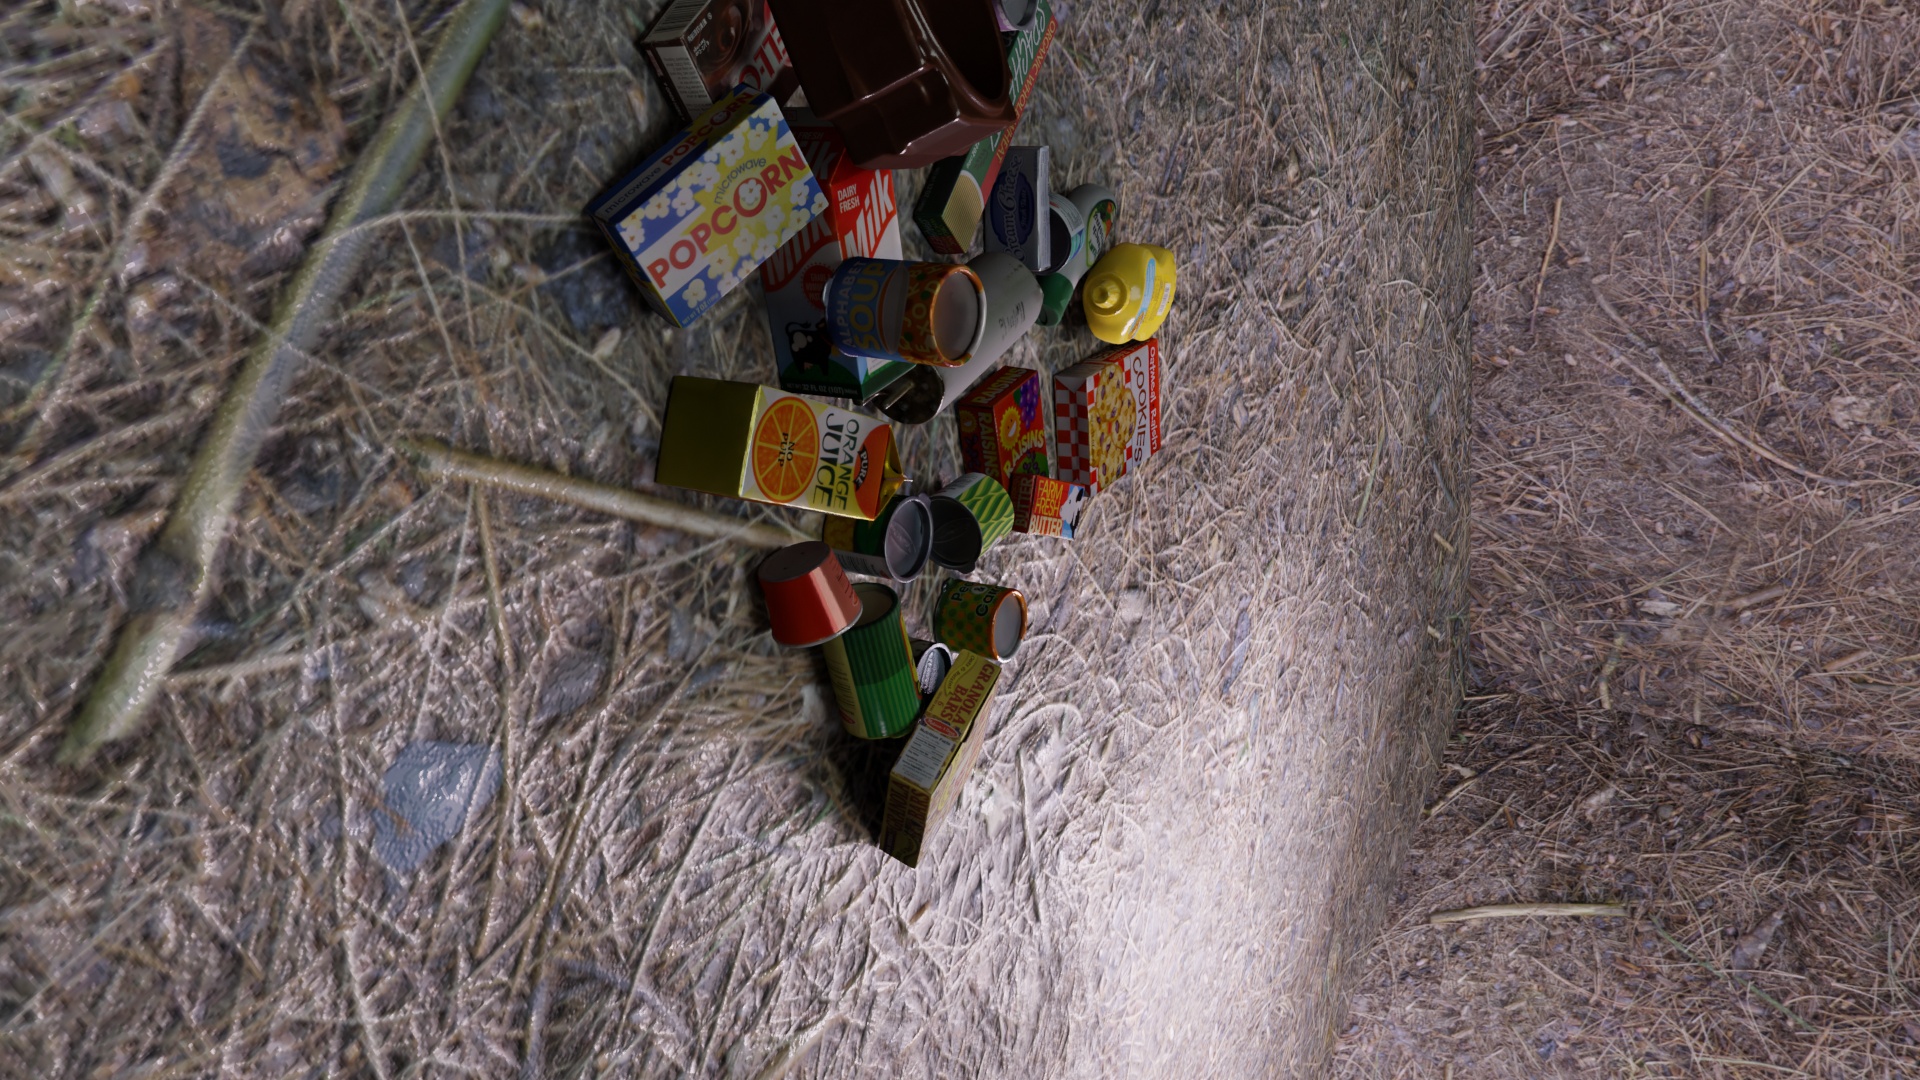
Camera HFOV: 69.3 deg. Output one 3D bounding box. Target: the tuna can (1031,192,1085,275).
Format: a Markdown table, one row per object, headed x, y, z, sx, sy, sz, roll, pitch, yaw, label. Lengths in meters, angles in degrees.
| x | y | z | sx | sy | sz | roll | pitch | yaw | label |
| --- | --- | --- | --- | --- | --- | --- | --- | --- | --- |
| 0.073 | -0.267 | 1.218 | 0.033 | 0.071 | 0.070 | -46 | 135 | -47 | tuna can |

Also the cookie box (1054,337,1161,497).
| x | y | z | sx | sy | sz | roll | pitch | yaw | label |
| --- | --- | --- | --- | --- | --- | --- | --- | --- | --- |
| 0.152 | -0.129 | 1.412 | 0.168 | 0.040 | 0.122 | -33 | 125 | -51 | cookie box |

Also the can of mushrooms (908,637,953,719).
| x | y | z | sx | sy | sz | roll | pitch | yaw | label |
| --- | --- | --- | --- | --- | --- | --- | --- | --- | --- |
| -0.037 | 0.114 | 1.155 | 0.071 | 0.033 | 0.070 | -24 | 119 | -55 | can of mushrooms |

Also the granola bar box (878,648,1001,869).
| x | y | z | sx | sy | sz | roll | pitch | yaw | label |
| --- | --- | --- | --- | --- | --- | --- | --- | --- | --- |
| -0.017 | 0.181 | 1.130 | 0.125 | 0.039 | 0.164 | -58 | 169 | -31 | granola bar box |

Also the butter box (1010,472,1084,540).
| x | y | z | sx | sy | sz | roll | pitch | yaw | label |
| --- | --- | --- | --- | --- | --- | --- | --- | --- | --- |
| 0.077 | -0.030 | 1.244 | 0.103 | 0.024 | 0.053 | 7 | 92 | -60 | butter box |

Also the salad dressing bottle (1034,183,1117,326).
| x | y | z | sx | sy | sz | roll | pitch | yaw | label |
| --- | --- | --- | --- | --- | --- | --- | --- | --- | --- |
| 0.100 | -0.263 | 1.284 | 0.064 | 0.044 | 0.148 | 69 | 40 | -55 | salad dressing bottle |

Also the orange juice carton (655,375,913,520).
| x | y | z | sx | sy | sz | roll | pitch | yaw | label |
| --- | --- | --- | --- | --- | --- | --- | --- | --- | --- |
| -0.111 | -0.058 | 0.945 | 0.193 | 0.072 | 0.073 | 10 | 89 | -60 | orange juice carton |

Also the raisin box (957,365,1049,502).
| x | y | z | sx | sy | sz | roll | pitch | yaw | label |
| --- | --- | --- | --- | --- | --- | --- | --- | --- | --- |
| 0.040 | -0.081 | 1.233 | 0.086 | 0.040 | 0.122 | -42 | 133 | -46 | raisin box |

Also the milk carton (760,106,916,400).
| x | y | z | sx | sy | sz | roll | pitch | yaw | label |
| --- | --- | --- | --- | --- | --- | --- | --- | --- | --- |
| -0.089 | -0.199 | 0.949 | 0.074 | 0.072 | 0.189 | -41 | 132 | -49 | milk carton |

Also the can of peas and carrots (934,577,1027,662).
| x | y | z | sx | sy | sz | roll | pitch | yaw | label |
| --- | --- | --- | --- | --- | --- | --- | --- | --- | --- |
| 0.018 | 0.068 | 1.213 | 0.071 | 0.059 | 0.070 | -23 | 117 | -57 | can of peas and carrots |

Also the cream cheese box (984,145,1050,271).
| x | y | z | sx | sy | sz | roll | pitch | yaw | label |
| --- | --- | --- | --- | --- | --- | --- | --- | --- | --- |
| 0.048 | -0.282 | 1.181 | 0.024 | 0.053 | 0.103 | -29 | 122 | -56 | cream cheese box |

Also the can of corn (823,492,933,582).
| x | y | z | sx | sy | sz | roll | pitch | yaw | label |
| --- | --- | --- | --- | --- | --- | --- | --- | --- | --- |
| -0.061 | -0.007 | 1.057 | 0.071 | 0.058 | 0.071 | -22 | 116 | -56 | can of corn |

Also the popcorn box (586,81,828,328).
| x | y | z | sx | sy | sz | roll | pitch | yaw | label |
| --- | --- | --- | --- | --- | --- | --- | --- | --- | --- |
| -0.150 | -0.200 | 0.834 | 0.127 | 0.038 | 0.085 | -45 | 139 | -15 | popcorn box |

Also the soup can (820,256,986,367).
| x | y | z | sx | sy | sz | roll | pitch | yaw | label |
| --- | --- | --- | --- | --- | --- | --- | --- | --- | --- |
| -0.036 | -0.148 | 0.895 | 0.071 | 0.084 | 0.071 | -23 | 118 | -53 | soup can |

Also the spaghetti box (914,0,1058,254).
| x | y | z | sx | sy | sz | roll | pitch | yaw | label |
| --- | --- | --- | --- | --- | --- | --- | --- | --- | --- |
| 0.024 | -0.352 | 1.147 | 0.050 | 0.028 | 0.251 | 50 | 55 | -54 | spaghetti box |

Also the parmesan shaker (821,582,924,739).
| x | y | z | sx | sy | sz | roll | pitch | yaw | label |
| --- | --- | --- | --- | --- | --- | --- | --- | --- | --- |
| -0.068 | 0.092 | 1.058 | 0.072 | 0.071 | 0.102 | -47 | 136 | -45 | parmesan shaker |

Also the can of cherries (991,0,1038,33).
| x | y | z | sx | sy | sz | roll | pitch | yaw | label |
| --- | --- | --- | --- | --- | --- | --- | --- | --- | --- |
| 0.022 | -0.432 | 1.094 | 0.072 | 0.058 | 0.071 | -22 | 115 | -57 | can of cherries |

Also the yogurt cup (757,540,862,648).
| x | y | z | sx | sy | sz | roll | pitch | yaw | label |
| --- | --- | --- | --- | --- | --- | --- | --- | --- | --- |
| -0.109 | 0.036 | 0.983 | 0.073 | 0.072 | 0.053 | -47 | 127 | -45 | yogurt cup |

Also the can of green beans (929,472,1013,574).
| x | y | z | sx | sy | sz | roll | pitch | yaw | label |
| --- | --- | --- | --- | --- | --- | --- | --- | --- | --- |
| 0.003 | -0.017 | 1.158 | 0.058 | 0.071 | 0.071 | -37 | 128 | -51 | can of green beans |
